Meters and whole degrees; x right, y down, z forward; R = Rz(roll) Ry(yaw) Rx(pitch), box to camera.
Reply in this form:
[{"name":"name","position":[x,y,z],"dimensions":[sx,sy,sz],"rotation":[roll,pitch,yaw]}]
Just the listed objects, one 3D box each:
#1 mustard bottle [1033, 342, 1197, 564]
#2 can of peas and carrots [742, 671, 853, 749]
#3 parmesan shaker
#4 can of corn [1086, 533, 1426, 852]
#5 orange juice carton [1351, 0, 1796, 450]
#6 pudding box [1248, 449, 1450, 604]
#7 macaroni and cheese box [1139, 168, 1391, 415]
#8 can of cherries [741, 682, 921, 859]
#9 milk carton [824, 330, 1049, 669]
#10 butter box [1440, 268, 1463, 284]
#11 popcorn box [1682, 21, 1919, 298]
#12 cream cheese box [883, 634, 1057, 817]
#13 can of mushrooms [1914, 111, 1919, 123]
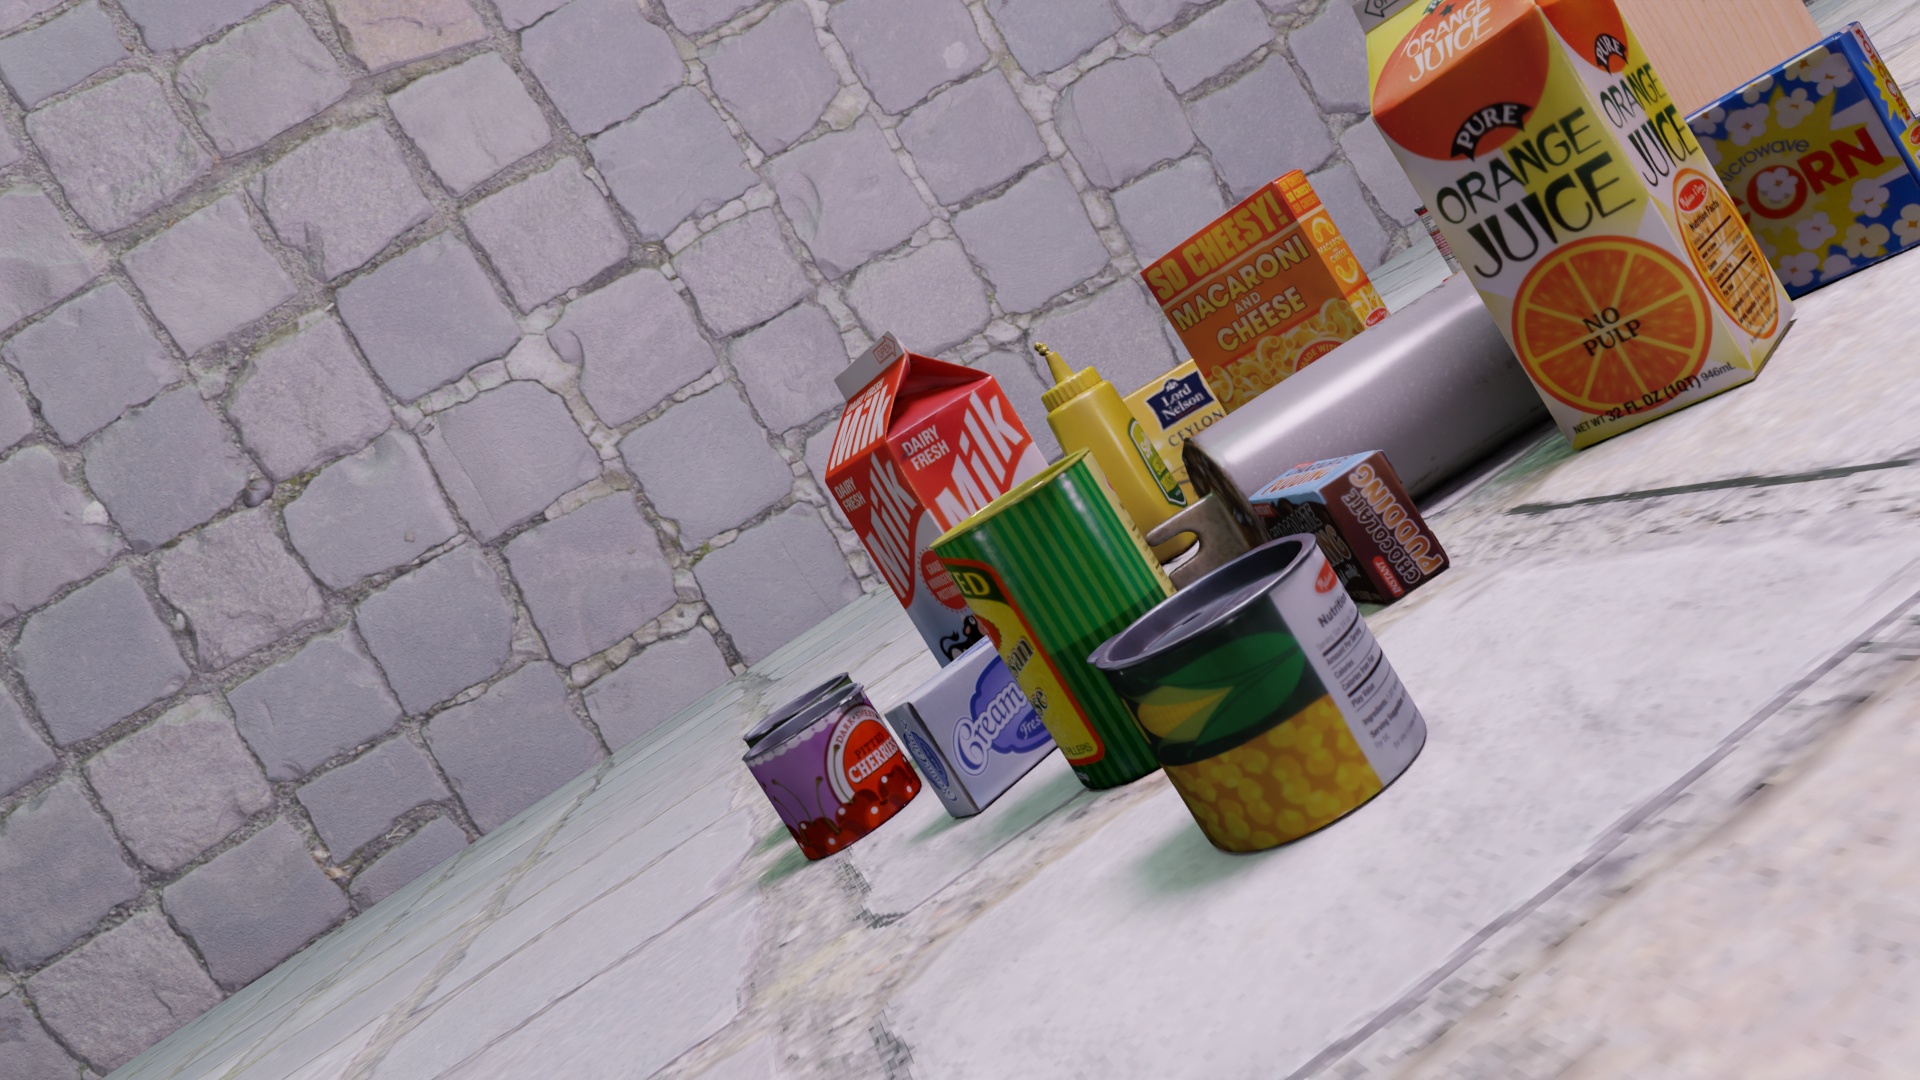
[{"name":"mustard bottle","position":[0.093,-0.059,0.879],"dimensions":[0.048,0.160,0.065],"rotation":[-31,3,21]},{"name":"can of peas and carrots","position":[-0.075,0.113,0.744],"dimensions":[0.071,0.058,0.071],"rotation":[-32,3,2]},{"name":"parmesan shaker","position":[0.044,0.028,0.487],"dimensions":[0.071,0.103,0.071],"rotation":[-32,2,2]},{"name":"can of corn","position":[0.077,0.041,0.366],"dimensions":[0.071,0.058,0.071],"rotation":[-32,3,2]},{"name":"orange juice carton","position":[0.225,-0.140,0.524],"dimensions":[0.073,0.192,0.071],"rotation":[-34,3,-42]},{"name":"pudding box","position":[0.144,-0.005,0.523],"dimensions":[0.030,0.049,0.083],"rotation":[-32,3,-5]},{"name":"macaroni and cheese box","position":[0.210,-0.137,0.904],"dimensions":[0.040,0.166,0.123],"rotation":[-34,3,-42]},{"name":"can of cherries","position":[-0.059,0.108,0.659],"dimensions":[0.071,0.058,0.071],"rotation":[-32,3,2]},{"name":"milk carton","position":[0.002,-0.008,0.669],"dimensions":[0.074,0.190,0.072],"rotation":[-34,3,-32]},{"name":"butter box","position":[0.376,-0.174,0.913],"dimensions":[0.103,0.053,0.024],"rotation":[-31,3,26]},{"name":"popcorn box","position":[0.320,-0.138,0.568],"dimensions":[0.038,0.085,0.126],"rotation":[-34,3,-41]},{"name":"cream cheese box","position":[0.022,0.065,0.581],"dimensions":[0.104,0.053,0.024],"rotation":[-34,3,-35]},{"name":"can of mushrooms","position":[0.400,-0.158,0.564],"dimensions":[0.071,0.033,0.071],"rotation":[-32,3,2]}]
